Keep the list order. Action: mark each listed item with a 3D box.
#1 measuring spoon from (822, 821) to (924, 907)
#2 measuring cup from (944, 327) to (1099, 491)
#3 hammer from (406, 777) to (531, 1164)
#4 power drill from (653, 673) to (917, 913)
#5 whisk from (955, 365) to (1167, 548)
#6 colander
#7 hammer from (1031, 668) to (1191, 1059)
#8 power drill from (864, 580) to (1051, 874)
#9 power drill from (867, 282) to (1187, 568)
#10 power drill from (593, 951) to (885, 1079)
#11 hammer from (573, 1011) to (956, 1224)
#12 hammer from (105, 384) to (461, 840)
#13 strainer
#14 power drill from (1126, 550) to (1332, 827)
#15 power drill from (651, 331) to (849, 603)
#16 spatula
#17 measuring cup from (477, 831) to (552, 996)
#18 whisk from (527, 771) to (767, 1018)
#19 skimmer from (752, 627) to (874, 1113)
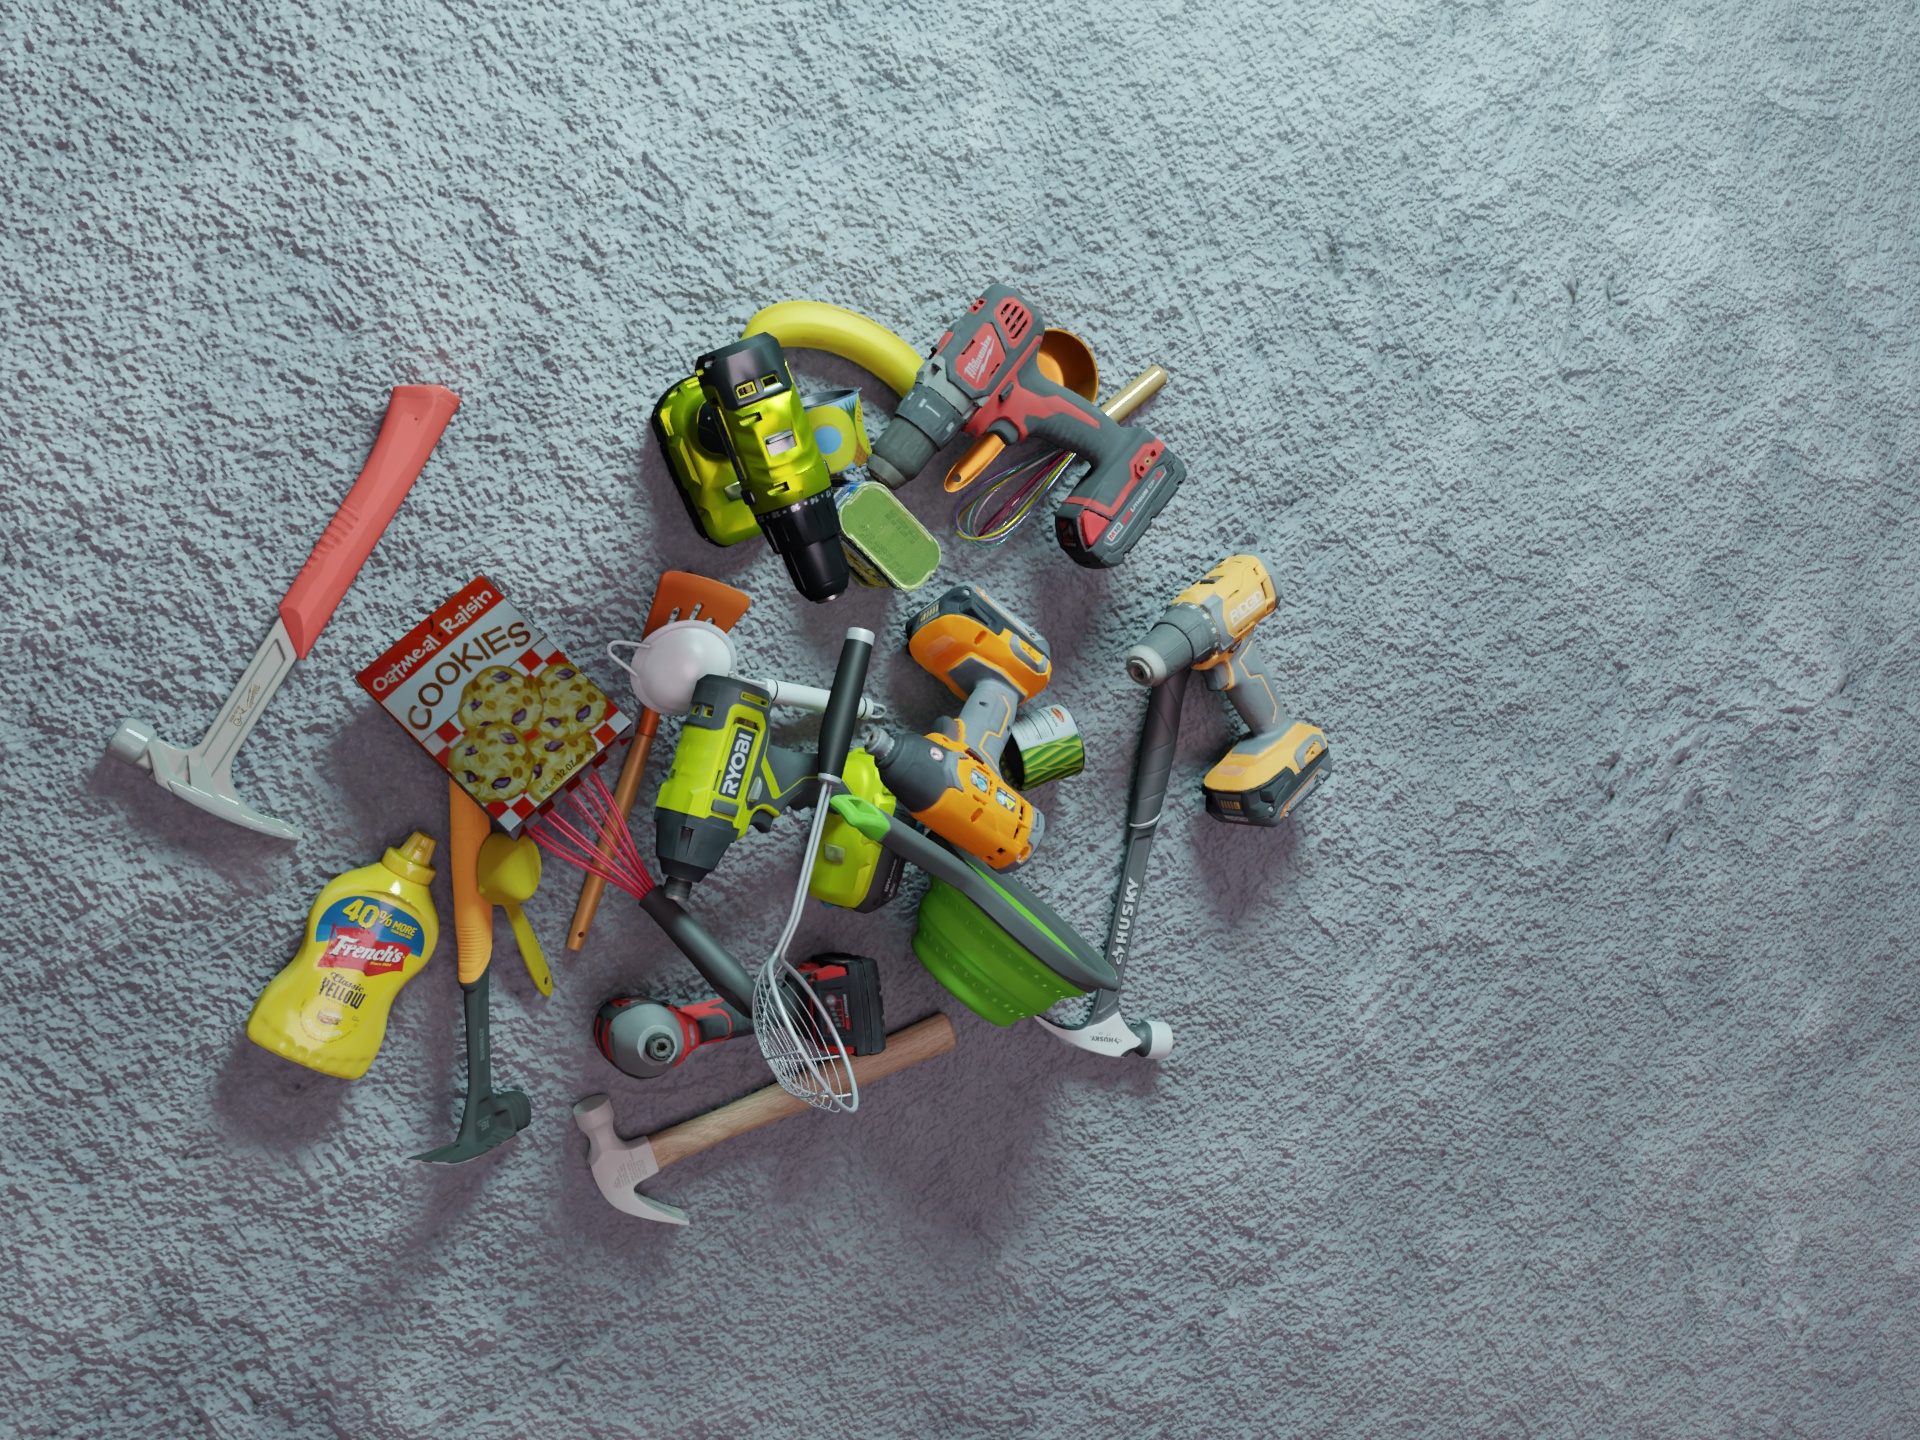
[{"bbox_3d":[-0.073,0.114,1.382,0.042,0.021,0.128,44,80,-20],"label":"measuring spoon"},{"bbox_3d":[0.040,-0.260,1.359,0.173,0.052,0.095,-47,111,-5],"label":"measuring cup"},{"bbox_3d":[-0.382,0.170,1.234,0.034,0.127,0.337,0,93,16],"label":"hammer"},{"bbox_3d":[-0.141,0.075,1.271,0.223,0.080,0.171,23,80,-46],"label":"power drill"},{"bbox_3d":[0.093,-0.231,1.388,0.245,0.047,0.051,-41,108,-15],"label":"whisk"},{"bbox_3d":[-0.012,0.158,1.265,0.094,0.205,0.396,-50,144,2],"label":"colander"},{"bbox_3d":[0.161,0.109,1.467,0.149,0.036,0.409,9,94,-21],"label":"hammer"},{"bbox_3d":[-0.002,-0.004,1.288,0.164,0.084,0.227,35,40,-28],"label":"power drill"},{"bbox_3d":[0.051,-0.218,1.304,0.226,0.080,0.188,39,87,-18],"label":"power drill"},{"bbox_3d":[-0.179,0.245,1.295,0.219,0.143,0.078,-5,88,-23],"label":"power drill"},{"bbox_3d":[-0.156,0.331,1.376,0.331,0.031,0.130,-19,104,-18],"label":"hammer"},{"bbox_3d":[-0.473,-0.092,1.191,0.149,0.037,0.359,32,86,-22],"label":"hammer"},{"bbox_3d":[-0.163,-0.026,1.294,0.258,0.050,0.087,11,116,-38],"label":"strainer"},{"bbox_3d":[0.238,-0.015,1.423,0.185,0.084,0.226,-36,115,-35],"label":"power drill"},{"bbox_3d":[-0.155,-0.185,1.196,0.080,0.229,0.190,-25,106,-16],"label":"power drill"},{"bbox_3d":[-0.260,0.036,1.289,0.081,0.041,0.322,18,92,-34],"label":"spatula"},{"bbox_3d":[-0.340,0.157,1.262,0.029,0.062,0.156,-3,120,16],"label":"measuring cup"},{"bbox_3d":[-0.255,0.122,1.238,0.073,0.073,0.296,-44,83,-10],"label":"whisk"},{"bbox_3d":[-0.086,0.109,1.211,0.090,0.127,0.363,9,78,13],"label":"skimmer"}]
